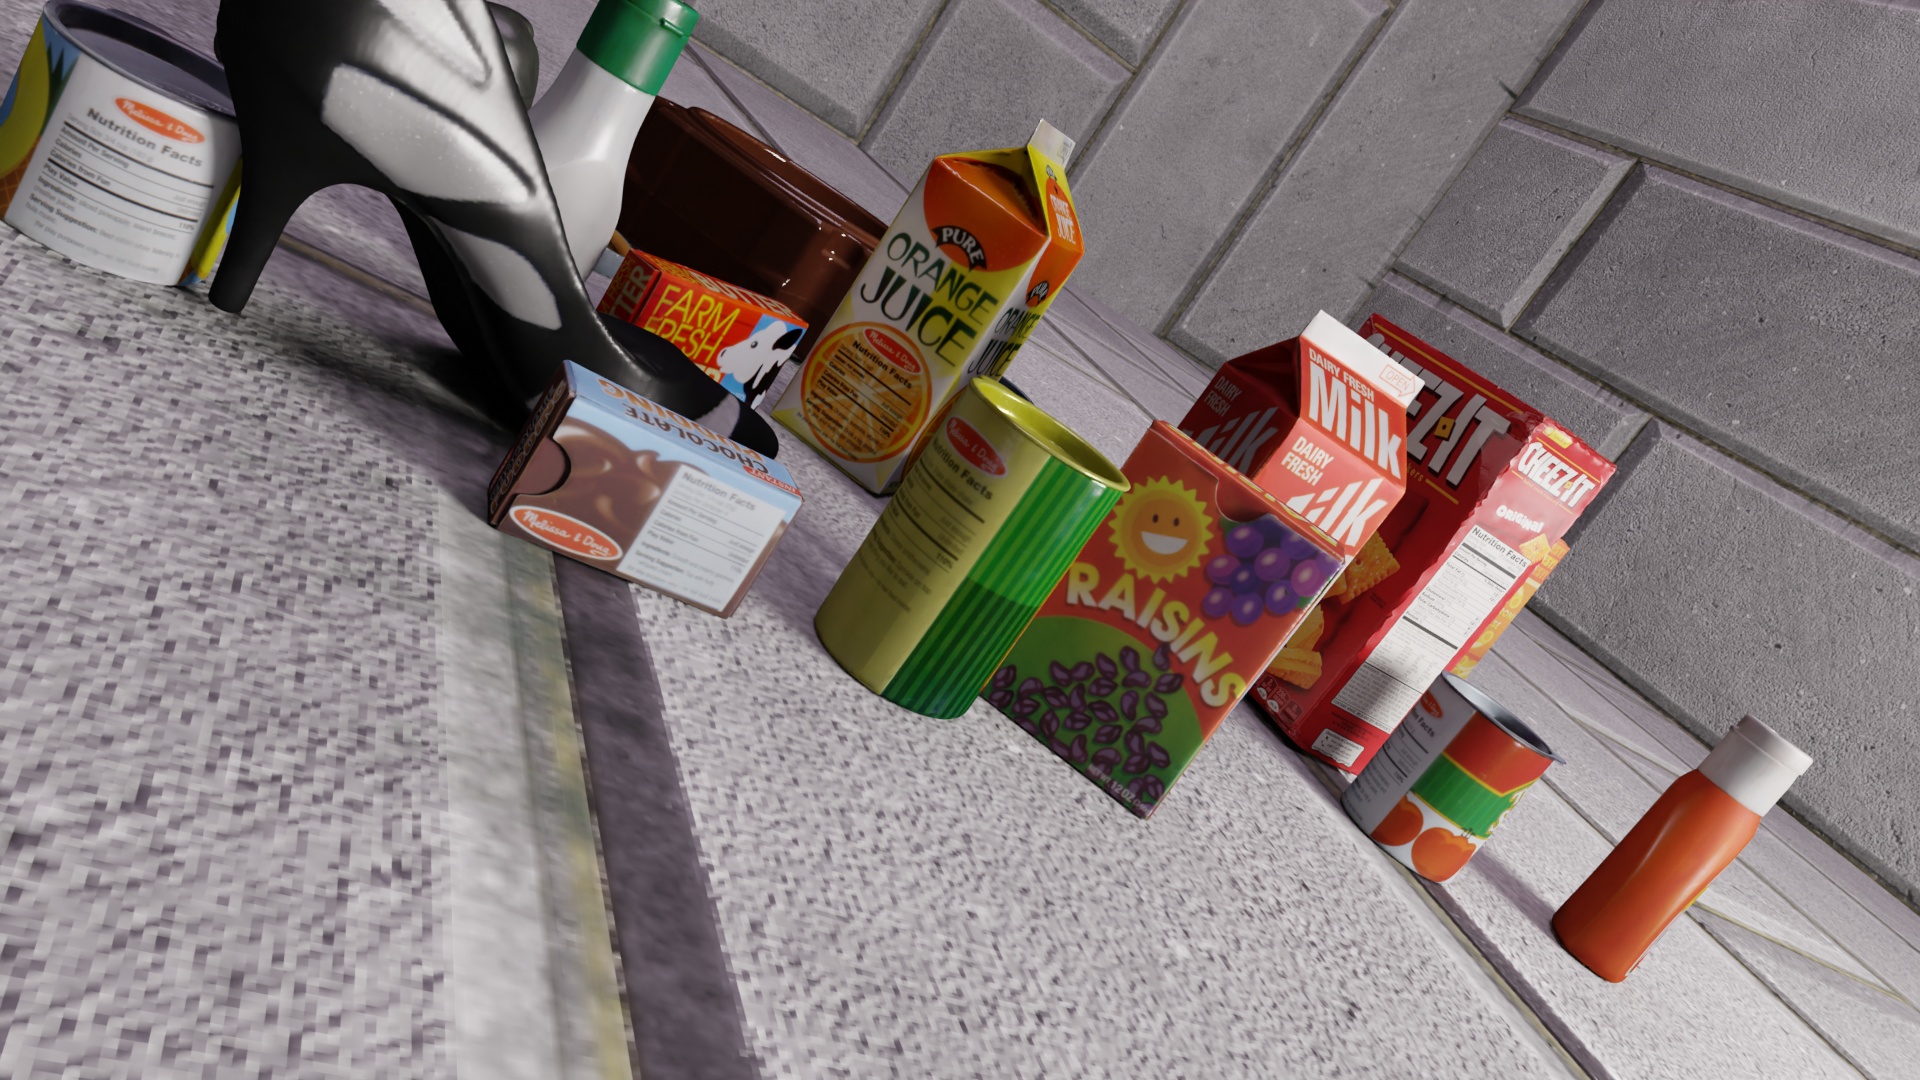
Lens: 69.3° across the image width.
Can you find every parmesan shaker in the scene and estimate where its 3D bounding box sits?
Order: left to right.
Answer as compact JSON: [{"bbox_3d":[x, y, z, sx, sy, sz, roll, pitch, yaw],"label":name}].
[{"bbox_3d":[0.002,0.002,0.489,0.071,0.103,0.071,32,14,-9],"label":"parmesan shaker"}]

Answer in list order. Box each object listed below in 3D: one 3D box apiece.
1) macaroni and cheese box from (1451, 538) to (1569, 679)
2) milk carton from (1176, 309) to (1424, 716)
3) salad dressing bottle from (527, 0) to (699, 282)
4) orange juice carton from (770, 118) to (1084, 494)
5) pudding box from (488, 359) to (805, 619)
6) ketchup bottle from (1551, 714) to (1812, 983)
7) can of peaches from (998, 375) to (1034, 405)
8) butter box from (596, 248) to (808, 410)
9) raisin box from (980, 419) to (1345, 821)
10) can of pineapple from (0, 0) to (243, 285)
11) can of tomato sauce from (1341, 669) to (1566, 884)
[{"bbox_3d":[0.271,0.035,0.852,0.040,0.166,0.124,26,16,-31],"label":"macaroni and cheese box"},{"bbox_3d":[0.127,-0.009,0.627,0.072,0.190,0.074,27,16,-27],"label":"milk carton"},{"bbox_3d":[-0.158,-0.160,0.568,0.044,0.147,0.064,43,16,32],"label":"salad dressing bottle"},{"bbox_3d":[-0.005,-0.120,0.690,0.073,0.192,0.072,37,14,12],"label":"orange juice carton"},{"bbox_3d":[-0.097,-0.015,0.432,0.083,0.049,0.030,25,17,-32],"label":"pudding box"},{"bbox_3d":[0.367,0.156,0.709,0.043,0.148,0.065,39,14,17],"label":"ketchup bottle"},{"bbox_3d":[0.000,-0.077,0.829,0.071,0.058,0.071,32,14,-9],"label":"can of peaches"},{"bbox_3d":[-0.119,-0.093,0.629,0.024,0.053,0.103,42,16,28],"label":"butter box"},{"bbox_3d":[0.073,0.028,0.521,0.086,0.123,0.040,37,14,10],"label":"raisin box"},{"bbox_3d":[-0.248,-0.119,0.416,0.071,0.057,0.071,32,14,-9],"label":"can of pineapple"},{"bbox_3d":[0.241,0.118,0.686,0.071,0.083,0.071,32,14,-9],"label":"can of tomato sauce"}]
